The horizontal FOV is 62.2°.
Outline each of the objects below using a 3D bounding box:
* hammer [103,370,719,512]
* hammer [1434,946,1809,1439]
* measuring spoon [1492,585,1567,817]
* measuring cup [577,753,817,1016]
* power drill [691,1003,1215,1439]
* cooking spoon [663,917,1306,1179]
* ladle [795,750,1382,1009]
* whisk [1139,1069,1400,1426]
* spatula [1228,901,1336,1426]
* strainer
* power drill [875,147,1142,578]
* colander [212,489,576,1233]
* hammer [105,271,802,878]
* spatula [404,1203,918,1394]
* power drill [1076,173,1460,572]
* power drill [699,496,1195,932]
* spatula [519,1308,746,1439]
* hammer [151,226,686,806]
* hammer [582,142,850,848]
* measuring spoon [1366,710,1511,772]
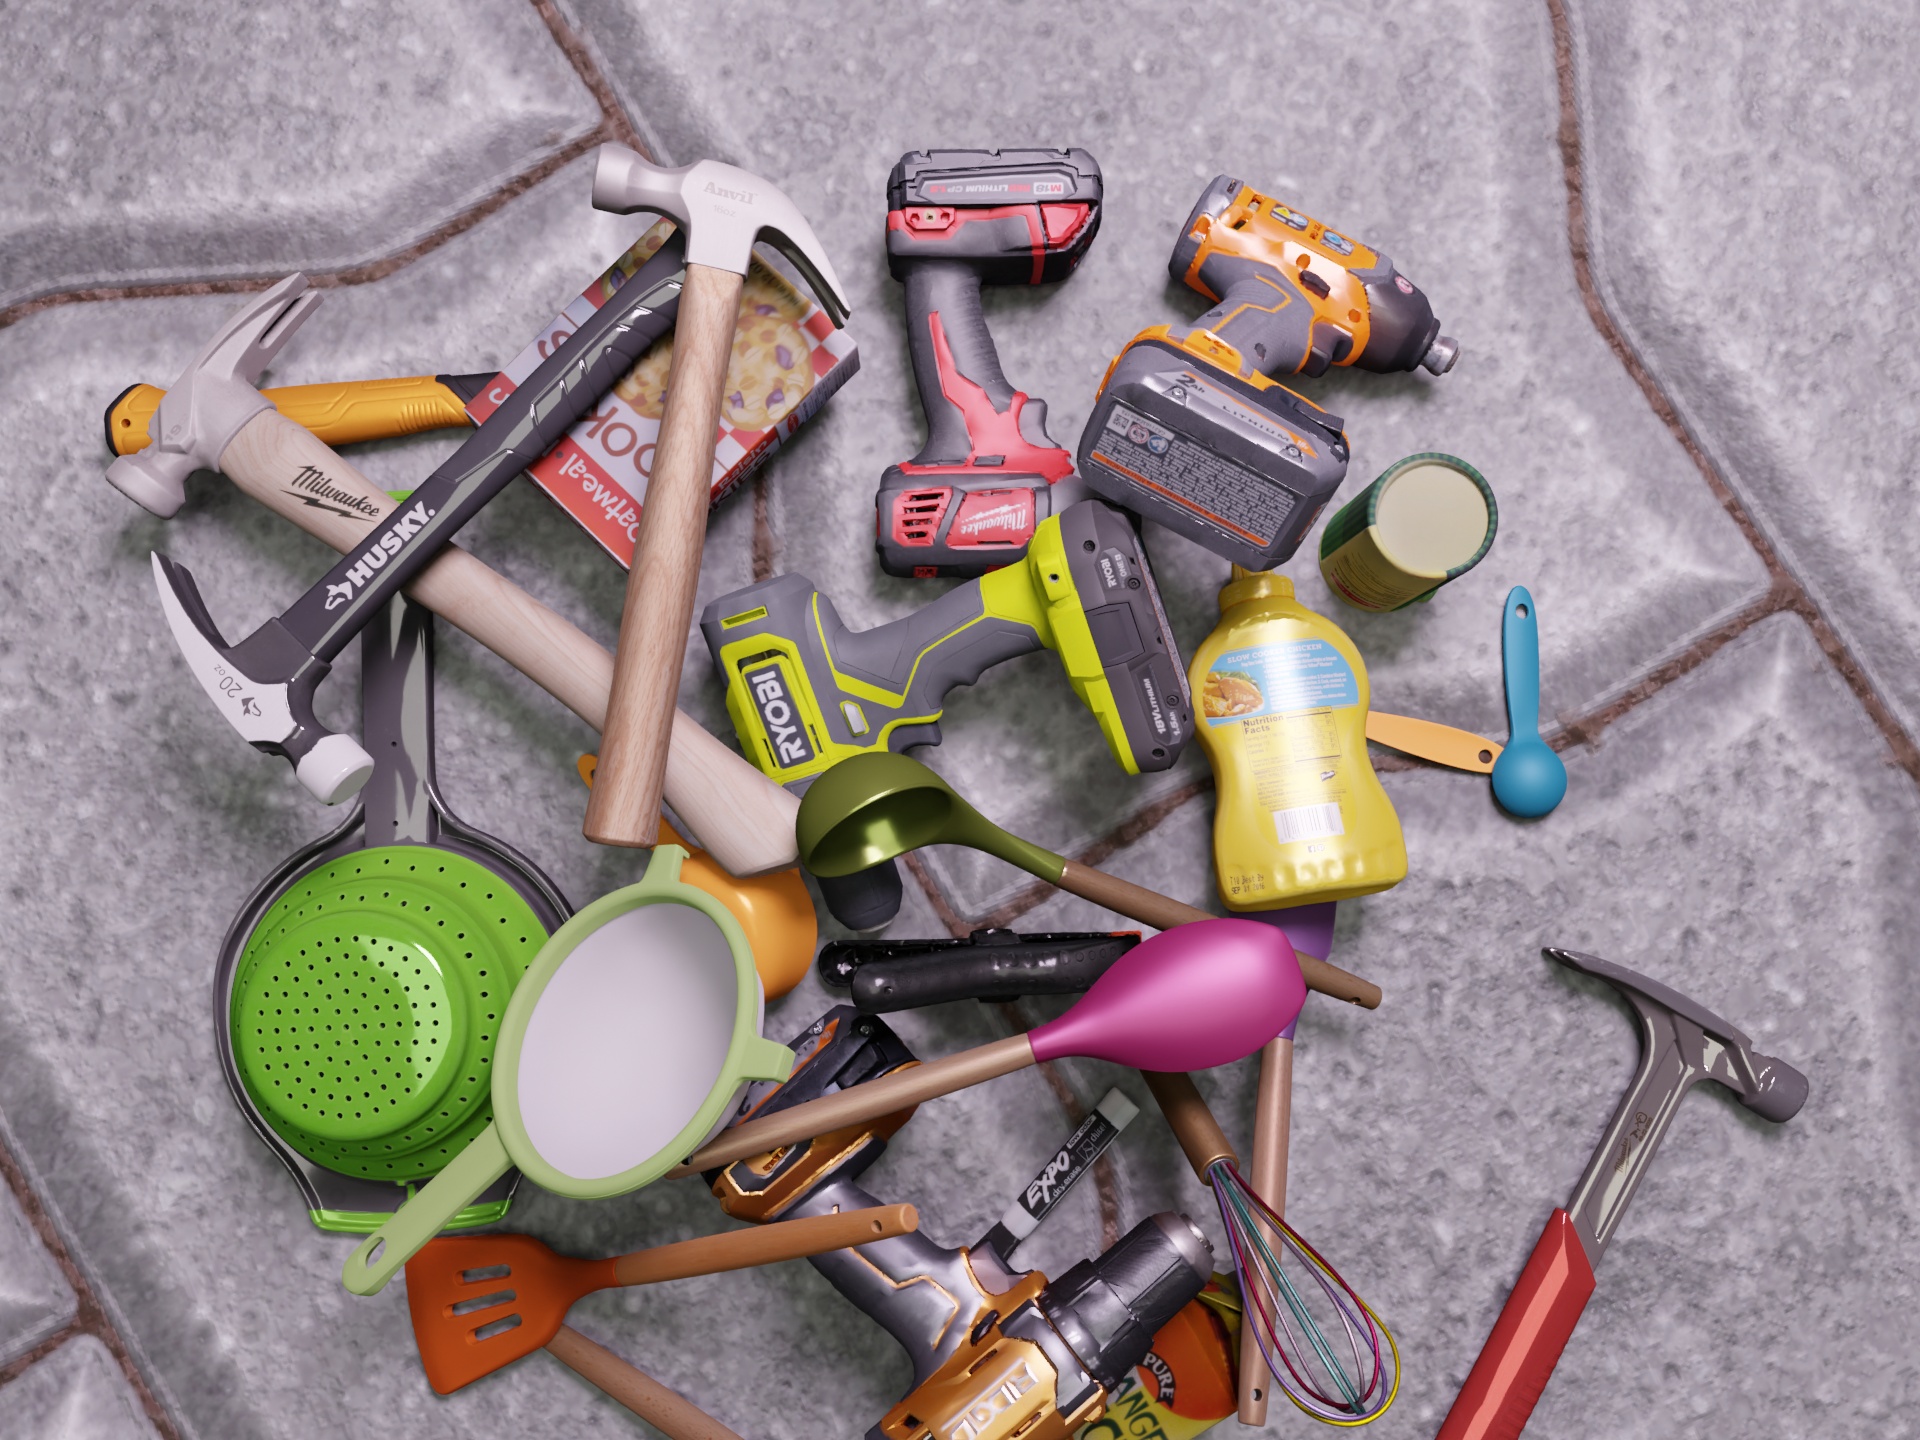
[{"bbox_3d":[-0.294,-0.165,0.869,0.337,0.034,0.127,-5,84,-1],"label":"hammer"},{"bbox_3d":[0.297,0.304,0.833,0.149,0.036,0.359,30,85,2],"label":"hammer"},{"bbox_3d":[0.311,-0.012,0.865,0.042,0.021,0.129,1,84,-12],"label":"measuring spoon"},{"bbox_3d":[-0.154,0.081,0.829,0.174,0.052,0.095,43,111,11],"label":"measuring cup"},{"bbox_3d":[-0.006,0.246,0.777,0.185,0.084,0.226,-38,65,-7],"label":"power drill"},{"bbox_3d":[0.010,0.164,0.757,0.319,0.017,0.069,-18,74,0],"label":"cooking spoon"},{"bbox_3d":[0.071,0.093,0.781,0.320,0.078,0.062,23,45,-13],"label":"ladle"},{"bbox_3d":[0.136,0.230,0.756,0.047,0.245,0.051,-44,123,10],"label":"whisk"},{"bbox_3d":[0.158,0.188,0.810,0.060,0.018,0.316,8,67,0],"label":"spatula"},{"bbox_3d":[-0.183,0.192,0.760,0.256,0.069,0.152,-42,49,5],"label":"strainer"},{"bbox_3d":[0.025,-0.186,0.855,0.143,0.078,0.220,0,88,1],"label":"power drill"},{"bbox_3d":[-0.299,0.070,0.817,0.204,0.094,0.397,-3,85,-1],"label":"colander"},{"bbox_3d":[-0.235,-0.064,0.811,0.411,0.038,0.146,36,83,7],"label":"hammer"},{"bbox_3d":[-0.152,0.267,0.769,0.322,0.041,0.081,-22,78,33],"label":"spatula"},{"bbox_3d":[0.165,-0.179,0.810,0.164,0.084,0.227,28,49,2],"label":"power drill"},{"bbox_3d":[-0.001,-0.003,0.813,0.228,0.080,0.190,-17,101,13],"label":"power drill"},{"bbox_3d":[-0.094,0.397,0.829,0.317,0.044,0.082,31,86,7],"label":"spatula"},{"bbox_3d":[-0.242,-0.127,0.786,0.146,0.035,0.335,42,83,6],"label":"hammer"},{"bbox_3d":[-0.134,-0.103,0.766,0.130,0.031,0.331,9,87,-12],"label":"hammer"},{"bbox_3d":[0.246,0.009,0.873,0.117,0.011,0.021,15,81,-3],"label":"measuring spoon"}]
